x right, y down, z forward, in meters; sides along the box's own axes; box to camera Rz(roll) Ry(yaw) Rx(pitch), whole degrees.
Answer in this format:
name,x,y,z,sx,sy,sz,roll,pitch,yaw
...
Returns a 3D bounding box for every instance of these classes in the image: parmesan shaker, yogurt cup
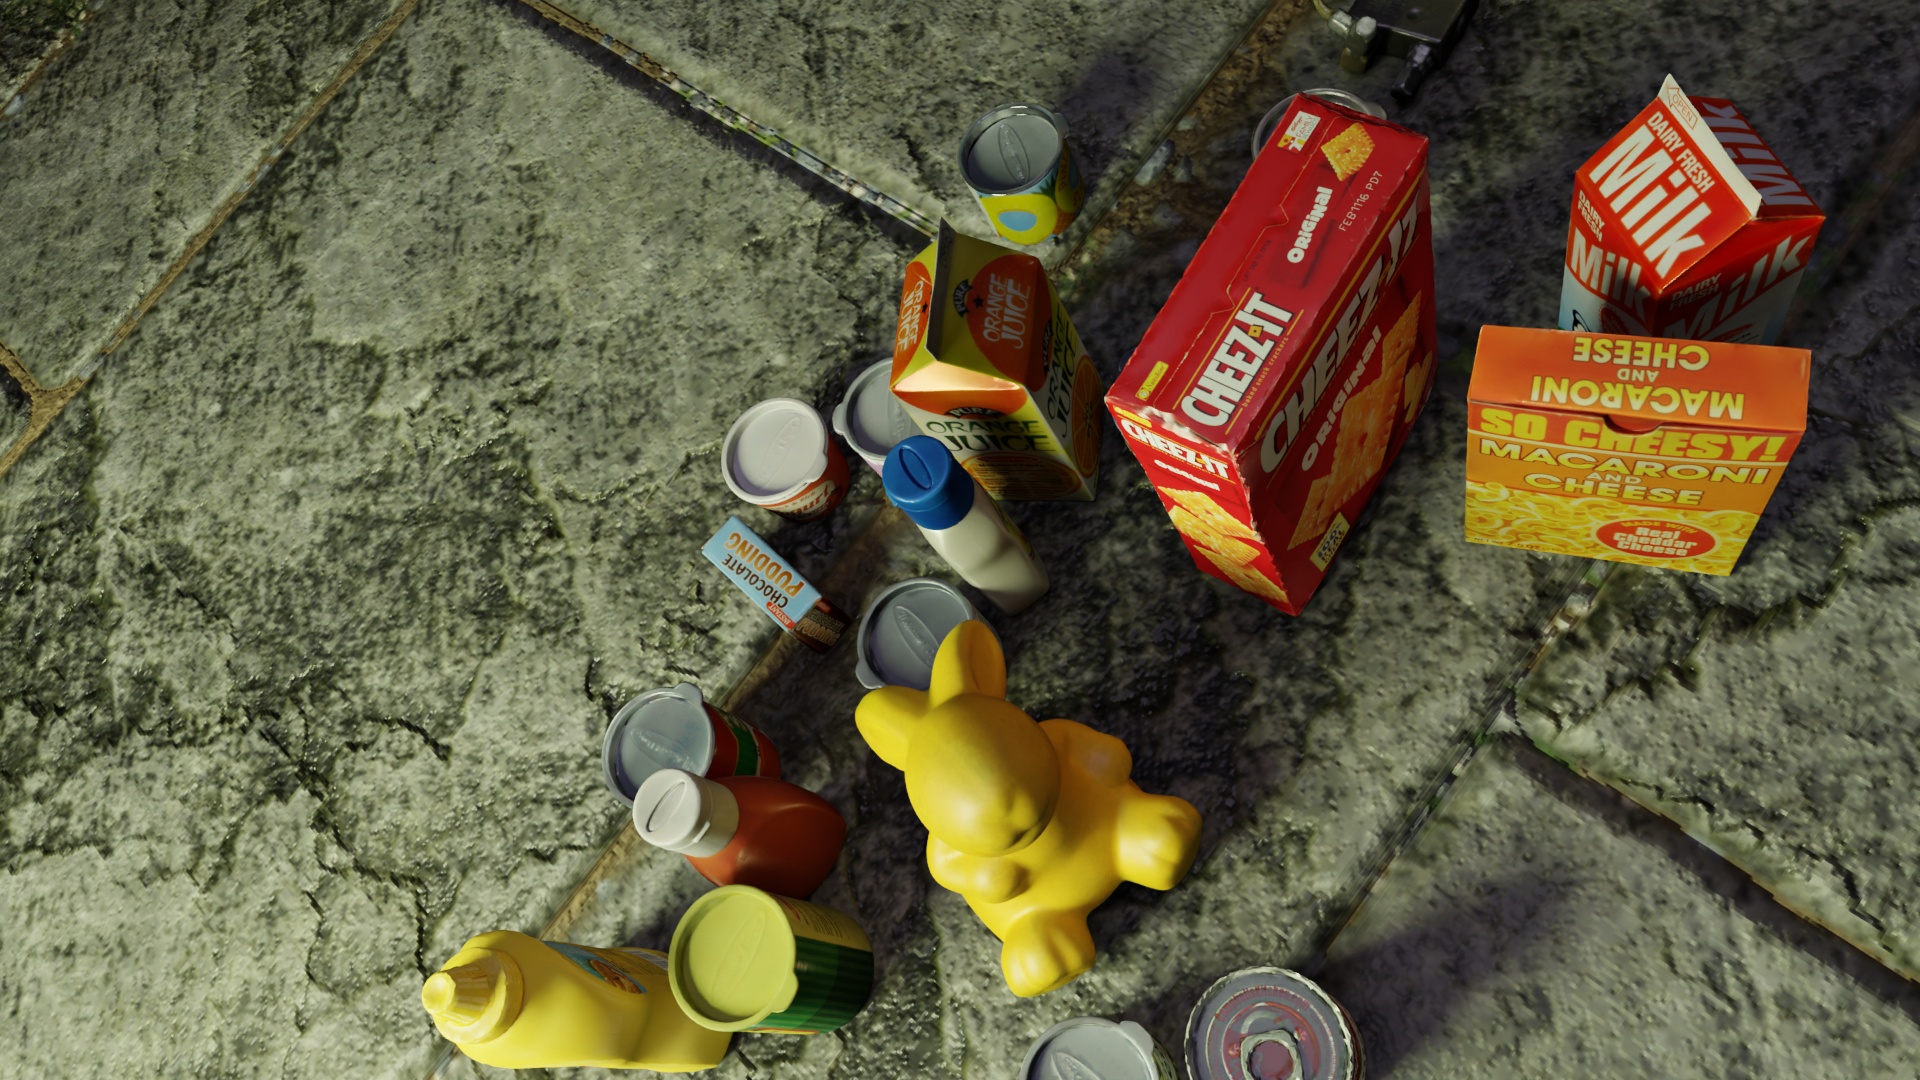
name,x,y,z,sx,sy,sz,roll,pitch,yaw
parmesan shaker,-0.089,0.213,0.694,0.071,0.103,0.071,-7,68,17
yogurt cup,-0.101,-0.045,0.829,0.072,0.054,0.072,-7,67,17

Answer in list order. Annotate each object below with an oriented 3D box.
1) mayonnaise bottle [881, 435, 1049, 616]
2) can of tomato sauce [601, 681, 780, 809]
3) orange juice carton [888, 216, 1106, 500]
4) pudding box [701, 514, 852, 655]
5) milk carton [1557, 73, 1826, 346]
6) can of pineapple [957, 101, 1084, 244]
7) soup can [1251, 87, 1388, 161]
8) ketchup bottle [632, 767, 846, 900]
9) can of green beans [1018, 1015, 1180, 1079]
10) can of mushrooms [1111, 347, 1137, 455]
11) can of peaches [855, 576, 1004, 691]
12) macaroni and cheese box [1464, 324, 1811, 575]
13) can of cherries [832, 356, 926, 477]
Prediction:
name,x,y,z,sx,sy,sz,roll,pitch,yaw
mayonnaise bottle,0.003,-0.009,0.725,0.041,0.147,0.065,-36,62,4
can of tomato sauce,-0.145,0.121,0.762,0.071,0.083,0.071,-7,67,17
orange juice carton,0.018,-0.087,0.726,0.073,0.192,0.072,0,70,20
pudding box,-0.107,0.026,0.806,0.084,0.049,0.030,40,86,28
milk carton,0.328,-0.128,0.633,0.073,0.190,0.072,-25,63,9
can of pineapple,0.040,-0.224,0.849,0.071,0.057,0.071,-7,67,17
soup can,0.202,-0.198,0.766,0.071,0.083,0.071,-7,67,17
ketchup bottle,-0.111,0.147,0.702,0.043,0.148,0.065,32,83,27
can of green beans,0.066,0.257,0.647,0.071,0.057,0.071,-7,67,17
can of mushrooms,0.118,-0.076,0.776,0.071,0.033,0.071,-7,67,17
can of peaches,-0.017,0.061,0.755,0.071,0.058,0.071,-7,67,17
macaroni and cheese box,0.293,-0.036,0.622,0.124,0.166,0.040,8,73,22
can of cherries,-0.031,-0.065,0.810,0.071,0.058,0.072,-7,67,17
